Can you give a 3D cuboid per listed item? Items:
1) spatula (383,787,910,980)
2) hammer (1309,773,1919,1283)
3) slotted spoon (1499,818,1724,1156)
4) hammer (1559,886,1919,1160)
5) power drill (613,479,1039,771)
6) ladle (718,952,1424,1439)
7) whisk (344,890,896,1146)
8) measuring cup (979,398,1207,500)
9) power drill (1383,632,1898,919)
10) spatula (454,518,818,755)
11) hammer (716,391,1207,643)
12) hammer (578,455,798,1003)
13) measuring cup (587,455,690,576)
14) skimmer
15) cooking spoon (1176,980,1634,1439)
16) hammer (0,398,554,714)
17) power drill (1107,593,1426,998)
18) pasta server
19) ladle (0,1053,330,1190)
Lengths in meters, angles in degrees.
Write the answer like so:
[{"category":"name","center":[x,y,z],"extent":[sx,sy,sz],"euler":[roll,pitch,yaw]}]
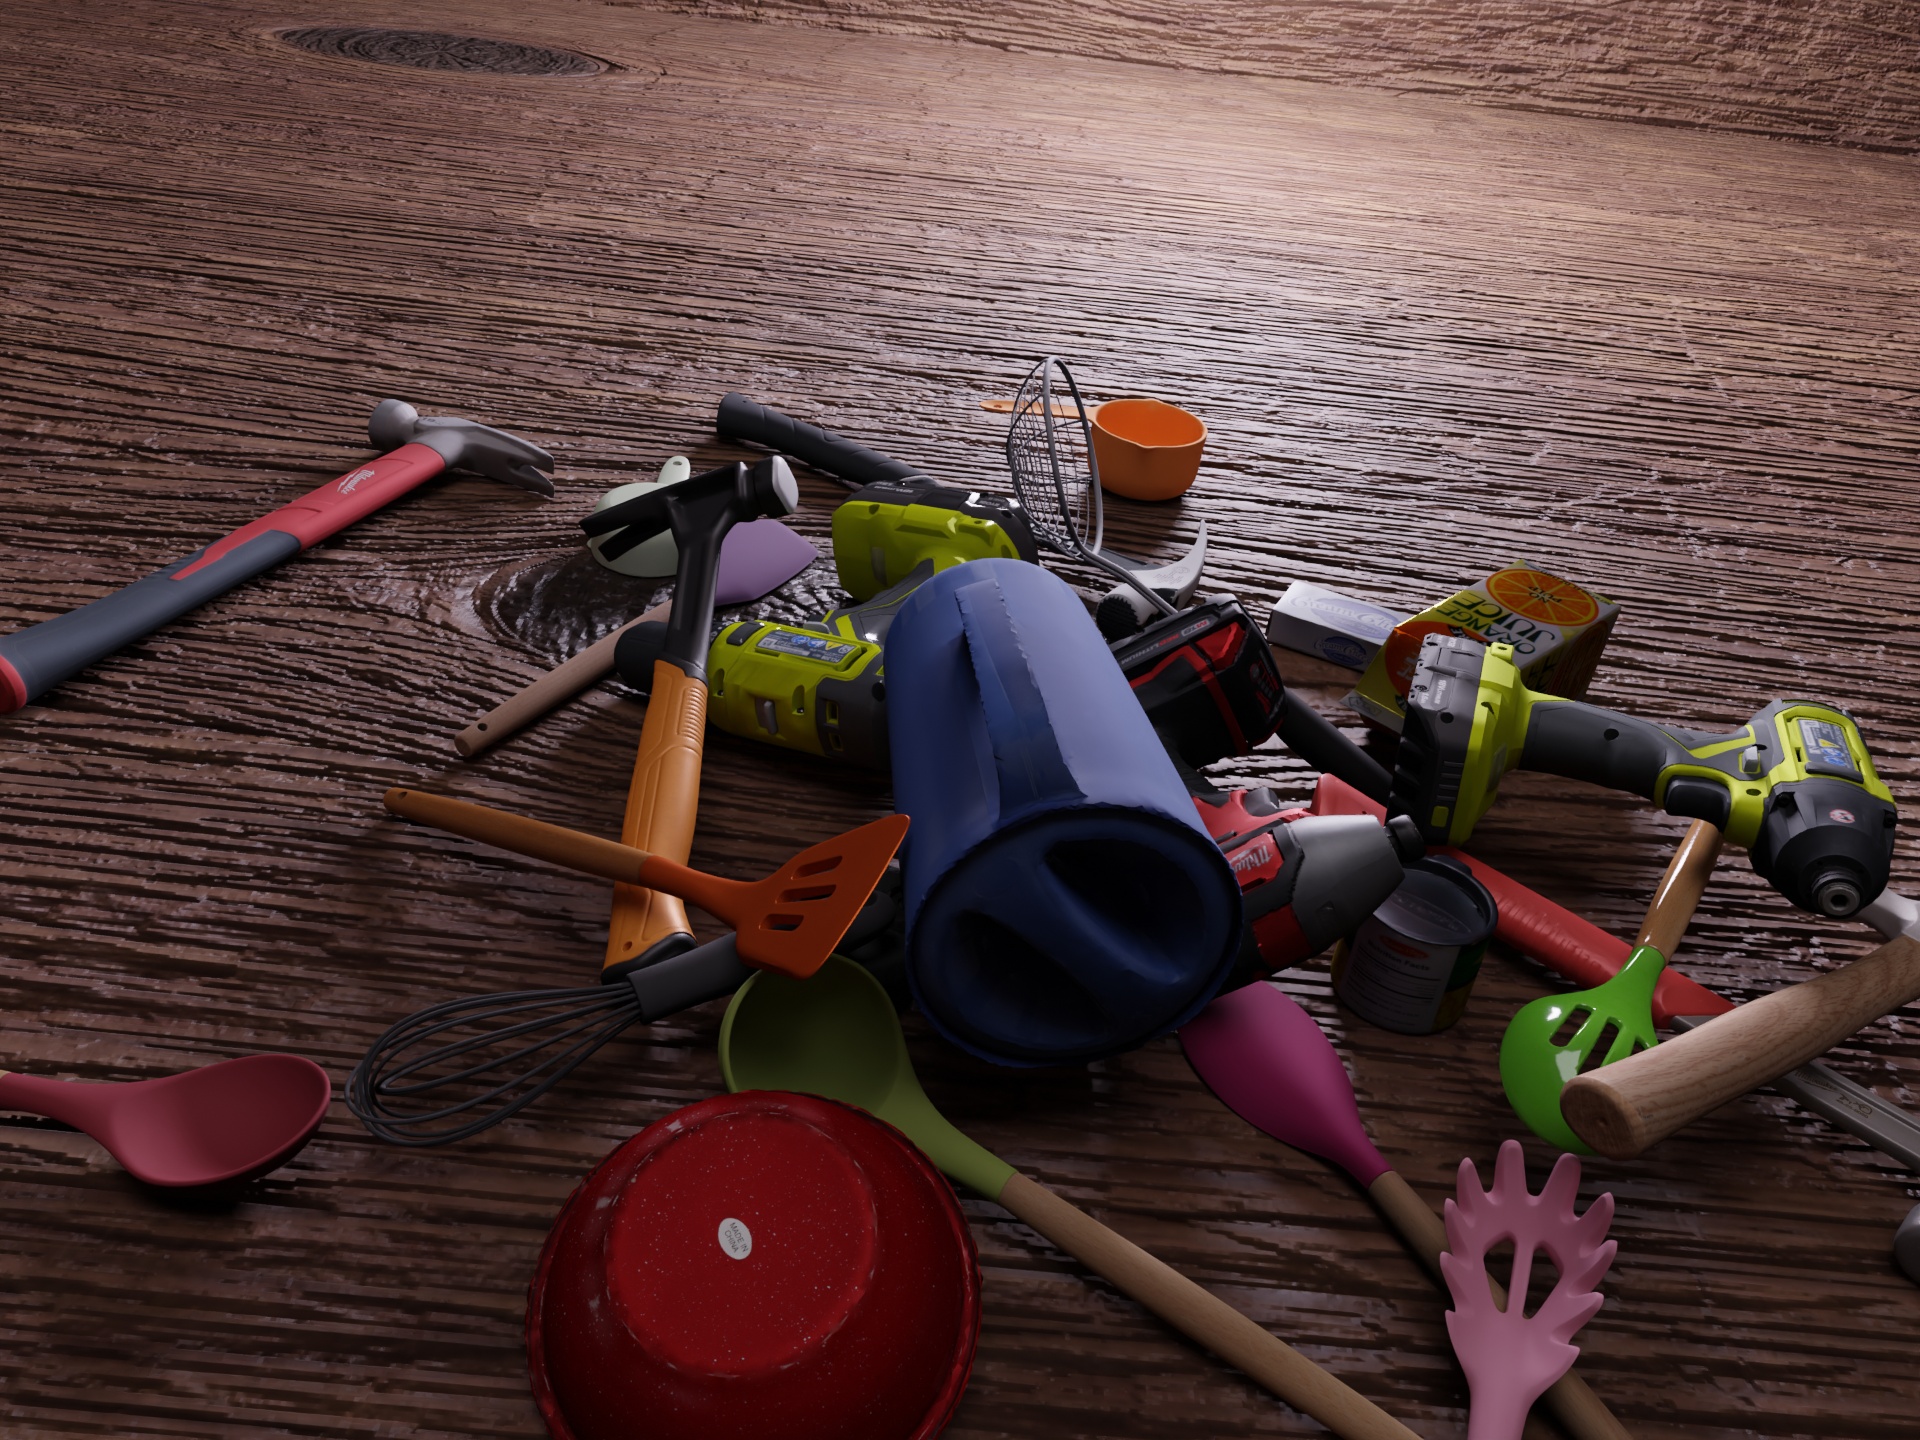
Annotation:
[{"category":"spatula","center":[-0.158,0.056,0.707],"extent":[0.323,0.041,0.081],"euler":[10,53,34]},{"category":"hammer","center":[0.328,0.121,0.775],"extent":[0.359,0.036,0.149],"euler":[32,41,32]},{"category":"slotted spoon","center":[0.330,0.099,0.753],"extent":[0.070,0.031,0.314],"euler":[32,39,20]},{"category":"hammer","center":[0.367,0.130,0.685],"extent":[0.331,0.031,0.130],"euler":[-9,32,-37]},{"category":"power drill","center":[-0.072,-0.061,0.935],"extent":[0.191,0.080,0.228],"euler":[12,35,26]},{"category":"ladle","center":[0.039,0.189,0.605],"extent":[0.320,0.062,0.078],"euler":[28,64,23]},{"category":"whisk","center":[-0.133,0.117,0.663],"extent":[0.239,0.055,0.055],"euler":[-18,41,-24]},{"category":"measuring cup","center":[0.098,-0.209,1.211],"extent":[0.173,0.052,0.095],"euler":[8,34,6]},{"category":"power drill","center":[0.332,0.029,0.784],"extent":[0.223,0.080,0.171],"euler":[11,27,17]},{"category":"spatula","center":[-0.189,-0.058,0.959],"extent":[0.060,0.018,0.316],"euler":[35,40,10]},{"category":"hammer","center":[-0.013,-0.163,1.136],"extent":[0.409,0.036,0.149],"euler":[25,37,25]},{"category":"hammer","center":[-0.152,-0.005,0.810],"extent":[0.127,0.034,0.337],"euler":[-15,47,14]},{"category":"measuring cup","center":[-0.204,-0.155,1.083],"extent":[0.083,0.038,0.168],"euler":[5,36,-3]},{"category":"skimmer","center":[0.153,-0.079,0.940],"extent":[0.090,0.127,0.364],"euler":[-47,65,2]},{"category":"cooking spoon","center":[0.186,0.205,0.639],"extent":[0.068,0.017,0.319],"euler":[-12,38,-24]},{"category":"hammer","center":[-0.413,-0.104,0.972],"extent":[0.143,0.038,0.386],"euler":[19,36,15]},{"category":"power drill","center":[0.131,0.036,0.785],"extent":[0.143,0.078,0.220],"euler":[-26,34,9]},{"category":"pasta server","center":[0.163,0.267,0.506],"extent":[0.060,0.040,0.316],"euler":[9,38,22]},{"category":"ladle","center":[-0.399,0.141,0.621],"extent":[0.315,0.031,0.069],"euler":[7,31,4]}]
